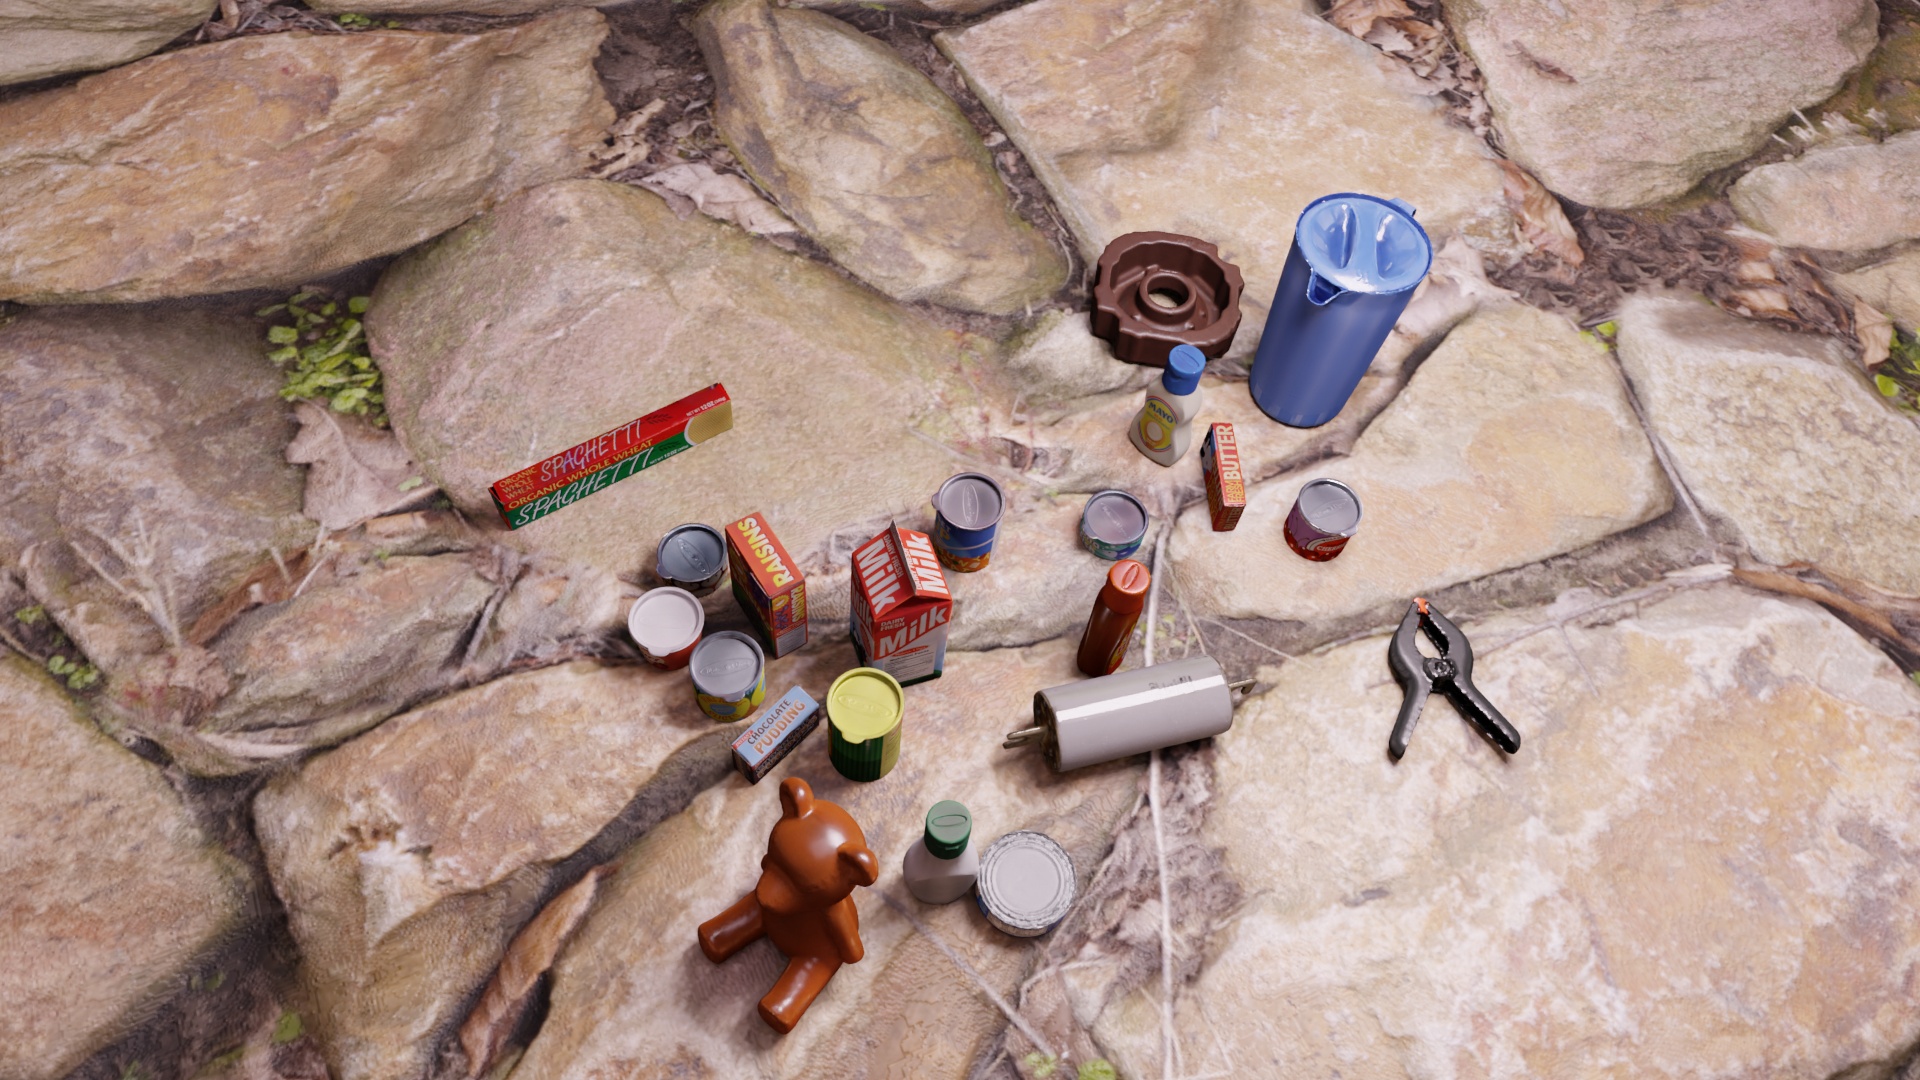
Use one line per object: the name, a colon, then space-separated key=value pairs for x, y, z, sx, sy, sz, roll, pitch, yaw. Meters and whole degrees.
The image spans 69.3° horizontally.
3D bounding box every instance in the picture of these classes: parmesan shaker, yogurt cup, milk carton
parmesan shaker: x=-0.085 y=0.166 z=1.218 sx=0.071 sy=0.102 sz=0.071 roll=2 pitch=58 yaw=-4
yogurt cup: x=-0.269 y=0.084 z=1.280 sx=0.072 sy=0.053 sz=0.073 roll=2 pitch=58 yaw=-4
milk carton: x=-0.054 y=0.059 z=1.236 sx=0.073 sy=0.189 sz=0.072 roll=-14 pitch=61 yaw=-14

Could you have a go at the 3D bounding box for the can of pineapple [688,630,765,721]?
can of pineapple: x=-0.211 y=0.125 z=1.258 sx=0.071 sy=0.057 sz=0.071 roll=2 pitch=58 yaw=-4

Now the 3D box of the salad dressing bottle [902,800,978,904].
salad dressing bottle: x=-0.014 y=0.257 z=1.142 sx=0.064 sy=0.147 sz=0.044 roll=-5 pitch=59 yaw=-8

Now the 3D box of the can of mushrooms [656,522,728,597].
can of mushrooms: x=-0.258 y=0.020 z=1.333 sx=0.071 sy=0.033 sz=0.071 roll=3 pitch=58 yaw=-4

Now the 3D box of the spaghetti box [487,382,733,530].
spaghetti box: x=-0.342 y=-0.085 z=1.380 sx=0.251 sy=0.050 sz=0.029 roll=-28 pitch=65 yaw=-21

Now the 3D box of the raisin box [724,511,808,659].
raisin box: x=-0.178 y=0.042 z=1.274 sx=0.040 sy=0.122 sz=0.086 roll=-27 pitch=64 yaw=-20

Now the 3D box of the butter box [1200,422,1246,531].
butter box: x=0.269 y=-0.065 z=1.425 sx=0.024 sy=0.053 sz=0.104 roll=0 pitch=58 yaw=-5

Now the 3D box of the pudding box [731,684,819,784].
pudding box: x=-0.164 y=0.173 z=1.237 sx=0.030 sy=0.049 sz=0.084 roll=39 pitch=63 yaw=17

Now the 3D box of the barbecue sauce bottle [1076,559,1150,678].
barbecue sauce bottle: x=0.142 y=0.069 z=1.273 sx=0.044 sy=0.147 sz=0.065 roll=27 pitch=60 yaw=11

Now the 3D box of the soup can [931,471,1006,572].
soup can: x=0.005 y=-0.017 z=1.352 sx=0.071 sy=0.083 sz=0.071 roll=2 pitch=58 yaw=-4

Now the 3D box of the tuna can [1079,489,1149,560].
tuna can: x=0.152 y=-0.014 z=1.394 sx=0.071 sy=0.032 sz=0.071 roll=3 pitch=58 yaw=-4

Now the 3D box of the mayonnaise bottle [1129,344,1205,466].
mayonnaise bottle: x=0.214 y=-0.139 z=1.410 sx=0.065 sy=0.147 sz=0.041 roll=40 pitch=63 yaw=18

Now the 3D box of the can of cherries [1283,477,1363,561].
can of cherries: x=0.366 y=-0.018 z=1.402 sx=0.071 sy=0.058 sz=0.072 roll=2 pitch=58 yaw=-4
